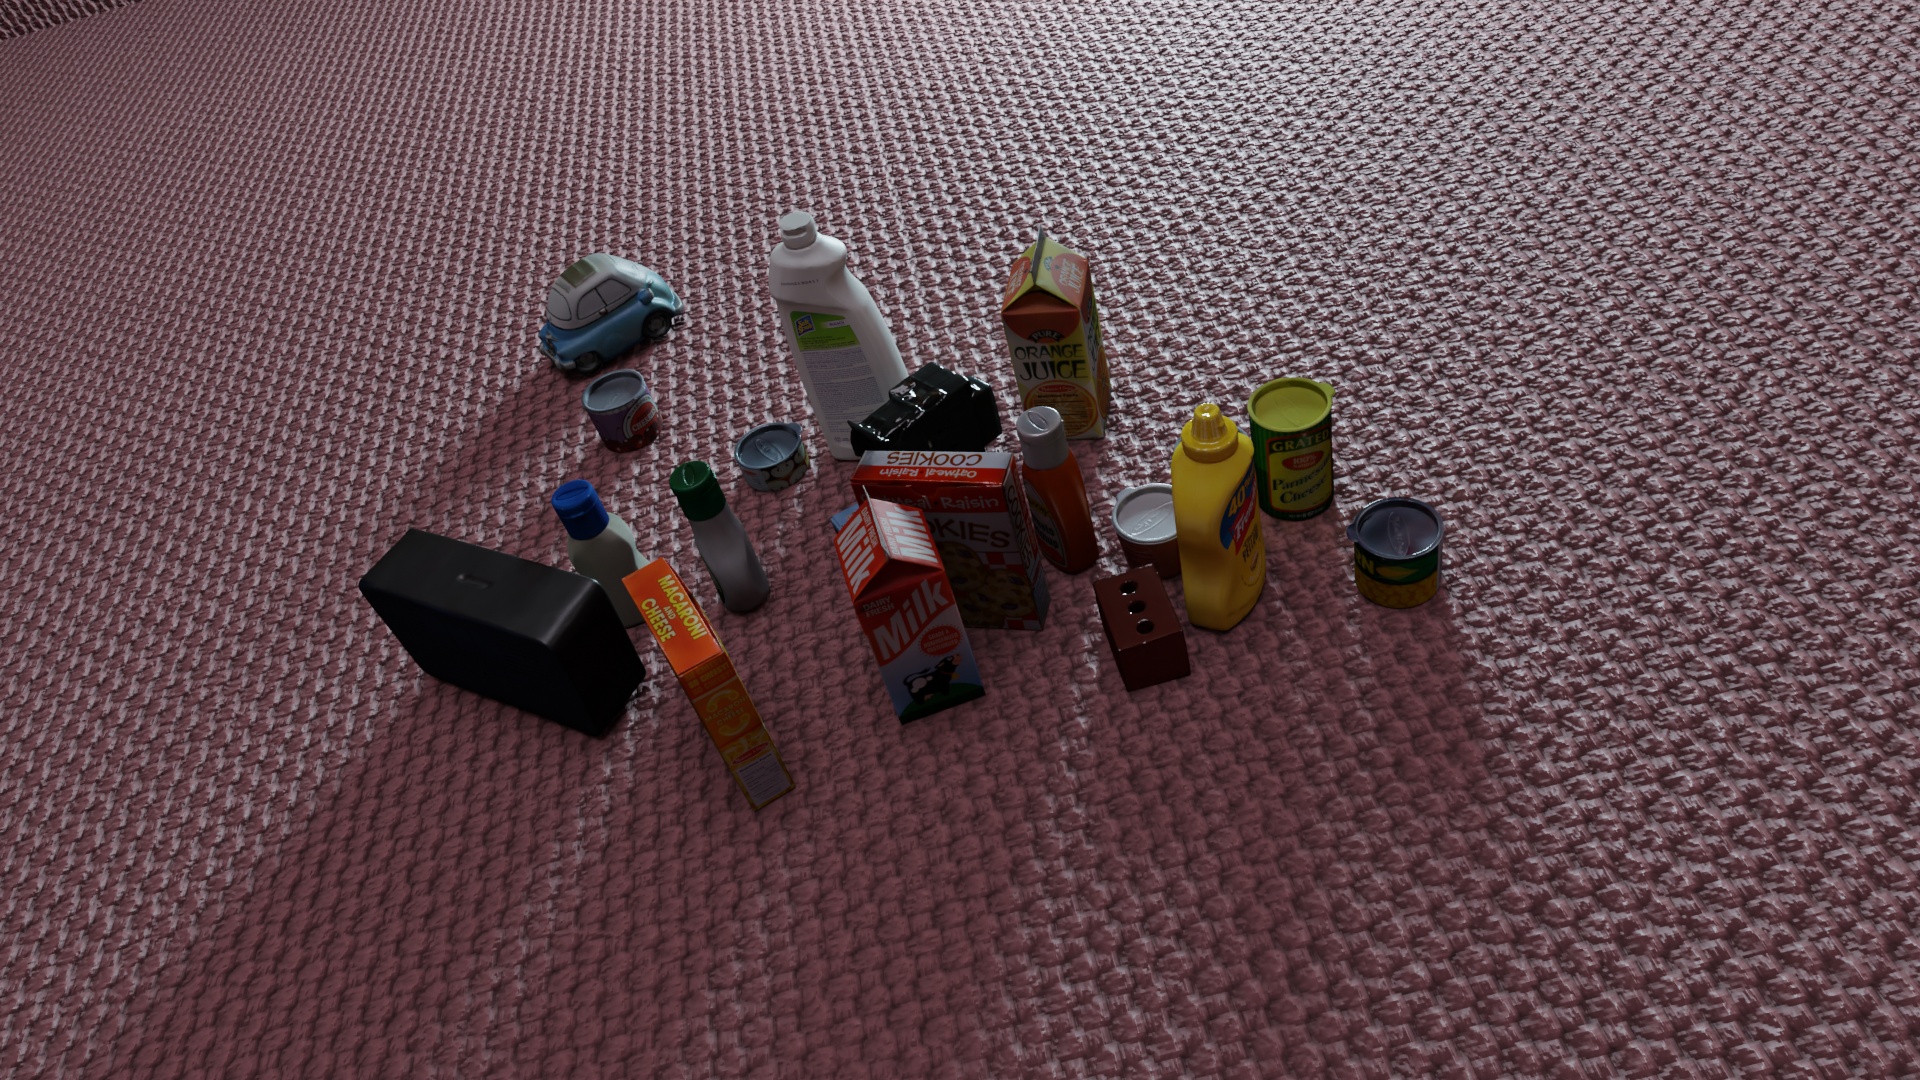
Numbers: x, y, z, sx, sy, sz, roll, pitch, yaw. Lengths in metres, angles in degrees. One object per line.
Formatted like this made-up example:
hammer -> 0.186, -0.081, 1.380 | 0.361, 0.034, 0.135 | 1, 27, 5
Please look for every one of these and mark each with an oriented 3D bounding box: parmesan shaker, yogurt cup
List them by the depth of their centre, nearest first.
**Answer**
parmesan shaker -> 0.275, -0.074, 1.140 | 0.071, 0.102, 0.072 | -9, 44, 9
yogurt cup -> 0.161, -0.005, 1.140 | 0.072, 0.053, 0.073 | -9, 44, 8

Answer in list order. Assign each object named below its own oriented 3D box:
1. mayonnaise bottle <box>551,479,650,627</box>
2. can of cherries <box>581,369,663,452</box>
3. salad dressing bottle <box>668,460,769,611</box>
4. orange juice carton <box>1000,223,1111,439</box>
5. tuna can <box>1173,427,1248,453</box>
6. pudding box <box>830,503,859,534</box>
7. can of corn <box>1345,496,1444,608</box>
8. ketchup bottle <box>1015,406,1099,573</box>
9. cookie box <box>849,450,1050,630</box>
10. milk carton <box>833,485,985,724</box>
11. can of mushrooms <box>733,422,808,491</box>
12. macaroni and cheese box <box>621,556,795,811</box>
mayonnaise bottle -> -0.305, 0.012, 1.195 | 0.065, 0.147, 0.041 | -20, 43, -3
can of cherries -> -0.343, -0.131, 1.419 | 0.071, 0.058, 0.072 | -9, 44, 9
salad dressing bottle -> -0.205, -0.003, 1.181 | 0.044, 0.147, 0.064 | -19, 43, -2
orange juice carton -> 0.084, -0.184, 1.245 | 0.073, 0.191, 0.072 | -1, 45, 16
tuna can -> 0.218, -0.067, 1.201 | 0.071, 0.032, 0.071 | -9, 44, 8
pudding box -> -0.078, 0.011, 1.199 | 0.030, 0.049, 0.084 | -29, 45, -13
can of corn -> 0.334, 0.010, 1.069 | 0.071, 0.058, 0.071 | -9, 44, 9
ketchup bottle -> 0.077, -0.043, 1.135 | 0.043, 0.148, 0.065 | -30, 45, -14
cookie box -> -0.005, 0.002, 1.100 | 0.123, 0.166, 0.040 | 1, 46, 19
milk carton -> -0.042, 0.047, 1.049 | 0.073, 0.189, 0.072 | -20, 43, -3
can of mushrooms -> -0.179, -0.082, 1.336 | 0.071, 0.033, 0.071 | -9, 44, 8
macaroni and cheese box -> -0.189, 0.108, 1.048 | 0.040, 0.165, 0.124 | -30, 45, -13
